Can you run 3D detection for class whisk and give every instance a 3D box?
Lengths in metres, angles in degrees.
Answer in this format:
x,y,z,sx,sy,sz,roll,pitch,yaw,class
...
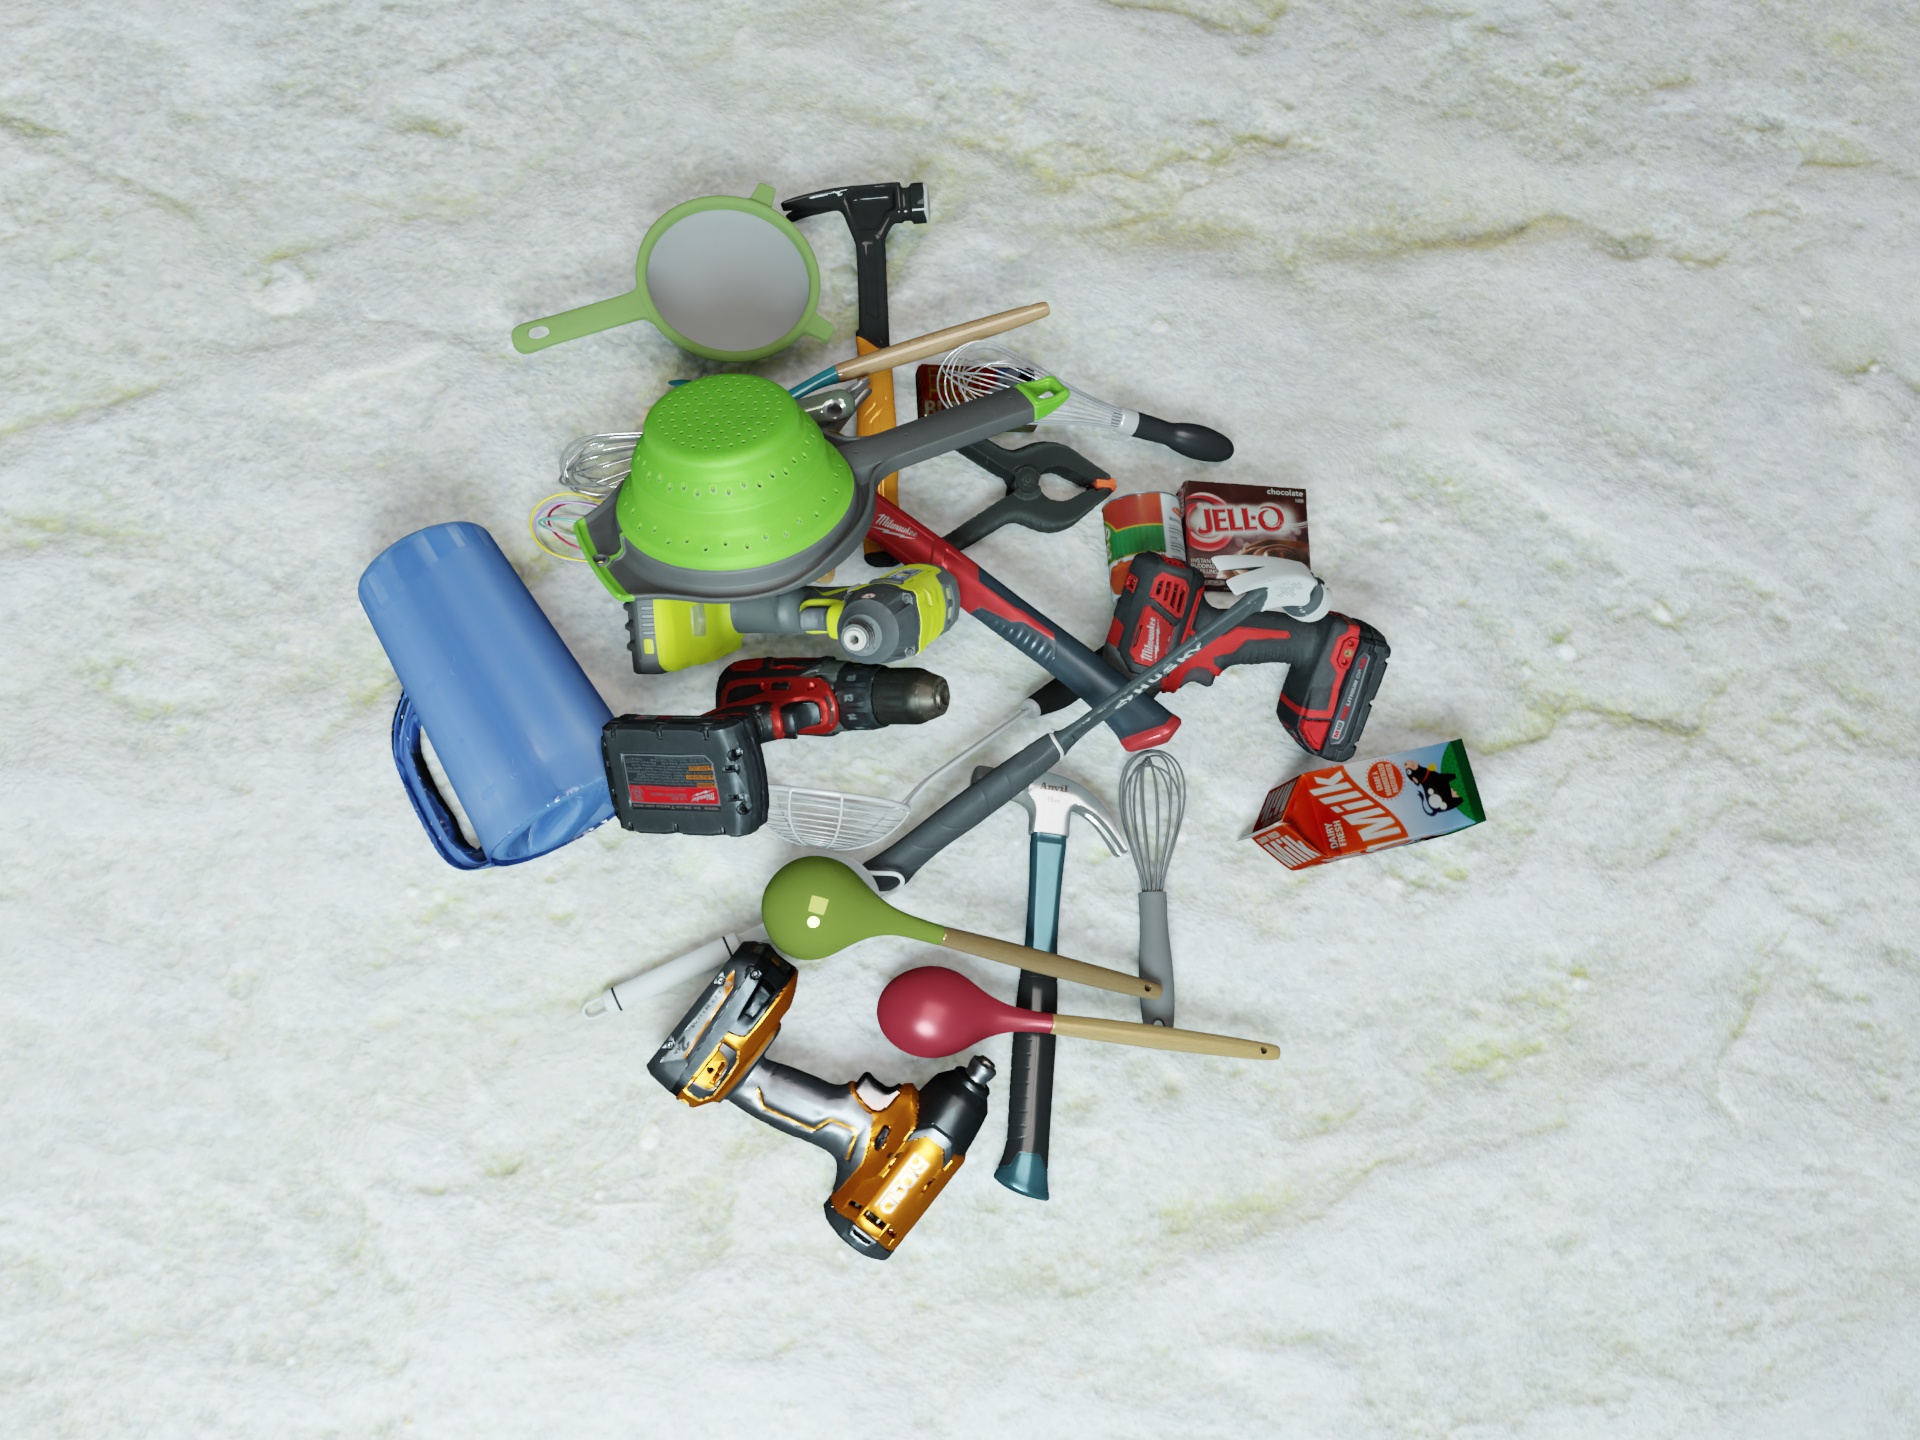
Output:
x,y,z,sx,sy,sz,roll,pitch,yaw,class
0.157,0.140,1.277,0.055,0.055,0.239,1,79,-11,whisk
-0.221,-0.142,1.278,0.245,0.051,0.047,8,68,-12,whisk
-0.204,-0.225,1.272,0.246,0.059,0.057,-14,122,2,whisk
0.112,-0.264,1.353,0.284,0.070,0.070,11,73,-22,whisk

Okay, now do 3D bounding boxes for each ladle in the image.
x,y,z,sx,sy,sz,roll,pitch,yaw,class
0.094,0.236,1.213,0.315,0.031,0.069,9,72,-9,ladle
0.005,0.170,1.202,0.320,0.062,0.078,17,69,-18,ladle

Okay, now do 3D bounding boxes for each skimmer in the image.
x,y,z,sx,sy,sz,roll,pitch,yaw,class
-0.002,-0.004,1.258,0.363,0.127,0.090,-33,103,-25,skimmer

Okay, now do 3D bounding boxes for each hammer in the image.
x,y,z,sx,sy,sz,roll,pitch,yaw,class
0.060,0.203,1.246,0.128,0.033,0.331,7,74,-8,hammer
0.022,-0.115,1.264,0.386,0.038,0.143,37,84,10,hammer
0.083,0.009,1.171,0.409,0.149,0.036,-37,68,21,hammer
-0.080,-0.293,1.342,0.127,0.034,0.337,-4,79,4,hammer

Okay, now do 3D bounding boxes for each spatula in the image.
x,y,z,sx,sy,sz,roll,pitch,yaw,class
-0.080,-0.302,1.301,0.317,0.082,0.044,-18,107,-5,spatula

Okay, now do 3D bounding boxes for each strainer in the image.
x,y,z,sx,sy,sz,roll,pitch,yaw,class
-0.166,0.165,1.206,0.258,0.050,0.086,-24,110,-11,strainer
-0.242,-0.336,1.311,0.256,0.069,0.151,-21,80,-15,strainer

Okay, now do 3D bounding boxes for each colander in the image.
x,y,z,sx,sy,sz,roll,pitch,yaw,class
-0.095,-0.215,1.174,0.397,0.094,0.205,-23,48,-18,colander

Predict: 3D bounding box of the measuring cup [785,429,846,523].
x,y,z,sx,sy,sz,roll,pitch,yaw,class
-0.109,-0.162,1.217,0.062,0.029,0.157,-3,50,1,measuring cup

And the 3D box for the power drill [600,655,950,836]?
x,y,z,sx,sy,sz,roll,pitch,yaw,class
-0.128,0.006,1.145,0.188,0.227,0.080,0,108,24,power drill

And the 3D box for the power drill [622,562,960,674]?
x,y,z,sx,sy,sz,roll,pitch,yaw,class
-0.129,-0.078,1.183,0.223,0.171,0.080,1,104,16,power drill

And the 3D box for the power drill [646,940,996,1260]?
x,y,z,sx,sy,sz,roll,pitch,yaw,class
-0.093,0.261,1.155,0.226,0.084,0.164,38,92,-1,power drill

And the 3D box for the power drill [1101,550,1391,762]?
x,y,z,sx,sy,sz,roll,pitch,yaw,class
0.222,-0.043,1.294,0.219,0.079,0.143,15,103,-12,power drill
